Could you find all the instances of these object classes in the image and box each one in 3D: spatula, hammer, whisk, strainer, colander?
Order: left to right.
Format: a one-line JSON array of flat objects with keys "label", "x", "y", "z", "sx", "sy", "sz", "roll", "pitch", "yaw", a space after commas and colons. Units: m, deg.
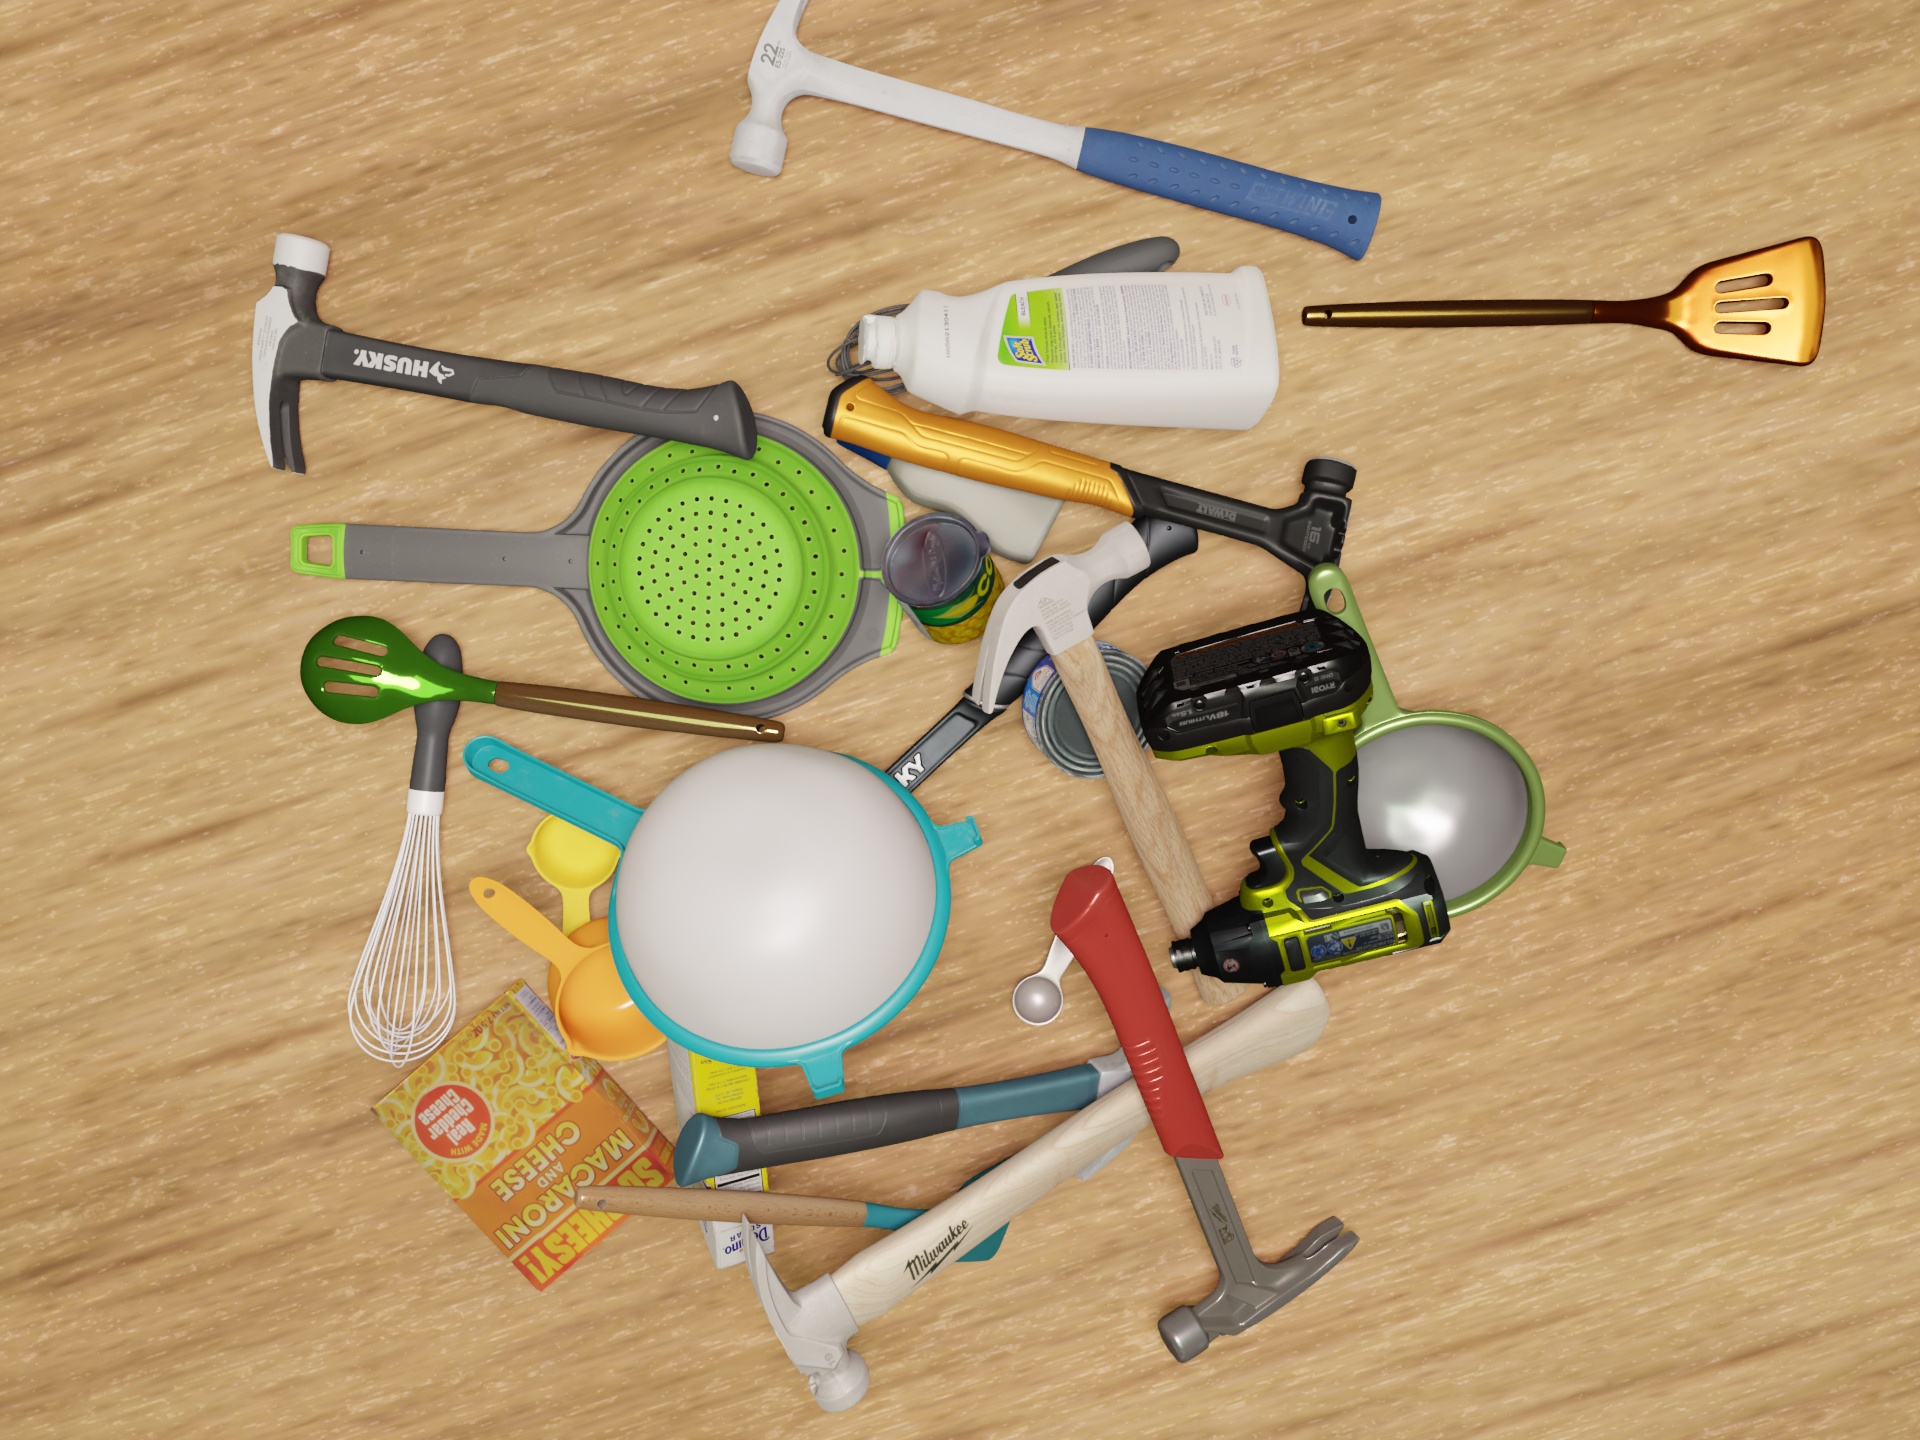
[{"label": "whisk", "x": -0.354, "y": 0.085, "z": 1.039, "sx": 0.070, "sy": 0.070, "sz": 0.284, "roll": 7, "pitch": 91, "yaw": -2}, {"label": "hammer", "x": -0.285, "y": -0.202, "z": 0.983, "sx": 0.335, "sy": 0.035, "sz": 0.146, "roll": 12, "pitch": 94, "yaw": 10}, {"label": "colander", "x": -0.233, "y": -0.099, "z": 0.998, "sx": 0.397, "sy": 0.094, "sz": 0.204, "roll": 2, "pitch": 96, "yaw": -1}, {"label": "strainer", "x": -0.170, "y": 0.065, "z": 0.954, "sx": 0.340, "sy": 0.095, "sz": 0.211, "roll": 23, "pitch": 64, "yaw": 16}, {"label": "spatula", "x": -0.090, "y": 0.305, "z": 1.002, "sx": 0.317, "sy": 0.044, "sz": 0.082, "roll": 13, "pitch": 100, "yaw": -27}, {"label": "hammer", "x": -0.017, "y": 0.246, "z": 1.005, "sx": 0.331, "sy": 0.033, "sz": 0.128, "roll": -3, "pitch": 109, "yaw": -25}, {"label": "hammer", "x": -0.002, "y": -0.003, "z": 1.044, "sx": 0.409, "sy": 0.036, "sz": 0.149, "roll": -44, "pitch": 94, "yaw": 3}, {"label": "whisk", "x": 0.028, "y": -0.262, "z": 1.012, "sx": 0.239, "sy": 0.055, "sz": 0.055, "roll": -21, "pitch": 96, "yaw": -3}, {"label": "hammer", "x": 0.060, "y": 0.270, "z": 1.011, "sx": 0.410, "sy": 0.038, "sz": 0.146, "roll": -29, "pitch": 116, "yaw": -14}, {"label": "hammer", "x": 0.067, "y": -0.371, "z": 1.006, "sx": 0.405, "sy": 0.035, "sz": 0.144, "roll": 14, "pitch": 96, "yaw": -2}, {"label": "hammer", "x": 0.077, "y": -0.142, "z": 0.993, "sx": 0.337, "sy": 0.034, "sz": 0.127, "roll": 15, "pitch": 82, "yaw": -6}, {"label": "hammer", "x": 0.110, "y": 0.048, "z": 1.004, "sx": 0.130, "sy": 0.031, "sz": 0.331, "roll": -29, "pitch": 113, "yaw": -7}, {"label": "hammer", "x": 0.144, "y": 0.240, "z": 0.999, "sx": 0.149, "sy": 0.037, "sz": 0.358, "roll": -29, "pitch": 115, "yaw": -15}, {"label": "strainer", "x": 0.272, "y": 0.007, "z": 1.016, "sx": 0.151, "sy": 0.069, "sz": 0.256, "roll": -22, "pitch": 109, "yaw": 13}, {"label": "spatula", "x": 0.383, "y": -0.264, "z": 1.020, "sx": 0.322, "sy": 0.041, "sz": 0.081, "roll": -1, "pitch": 97, "yaw": 0}]

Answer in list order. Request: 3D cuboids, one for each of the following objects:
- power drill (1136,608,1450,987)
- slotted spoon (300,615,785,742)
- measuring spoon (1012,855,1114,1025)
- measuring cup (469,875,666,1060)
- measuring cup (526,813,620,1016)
[{"label": "power drill", "x": 0.190, "y": 0.059, "z": 0.965, "sx": 0.171, "sy": 0.080, "sz": 0.223, "roll": -15, "pitch": 115, "yaw": 9}, {"label": "slotted spoon", "x": -0.267, "y": -0.016, "z": 1.006, "sx": 0.313, "sy": 0.031, "sz": 0.070, "roll": 8, "pitch": 84, "yaw": 0}, {"label": "measuring spoon", "x": 0.072, "y": 0.147, "z": 1.072, "sx": 0.034, "sy": 0.018, "sz": 0.124, "roll": 27, "pitch": 88, "yaw": -3}, {"label": "measuring cup", "x": -0.250, "y": 0.144, "z": 1.017, "sx": 0.095, "sy": 0.052, "sz": 0.173, "roll": -45, "pitch": 119, "yaw": -3}, {"label": "measuring cup", "x": -0.254, "y": 0.128, "z": 1.062, "sx": 0.062, "sy": 0.029, "sz": 0.156, "roll": 1, "pitch": 108, "yaw": -3}]
